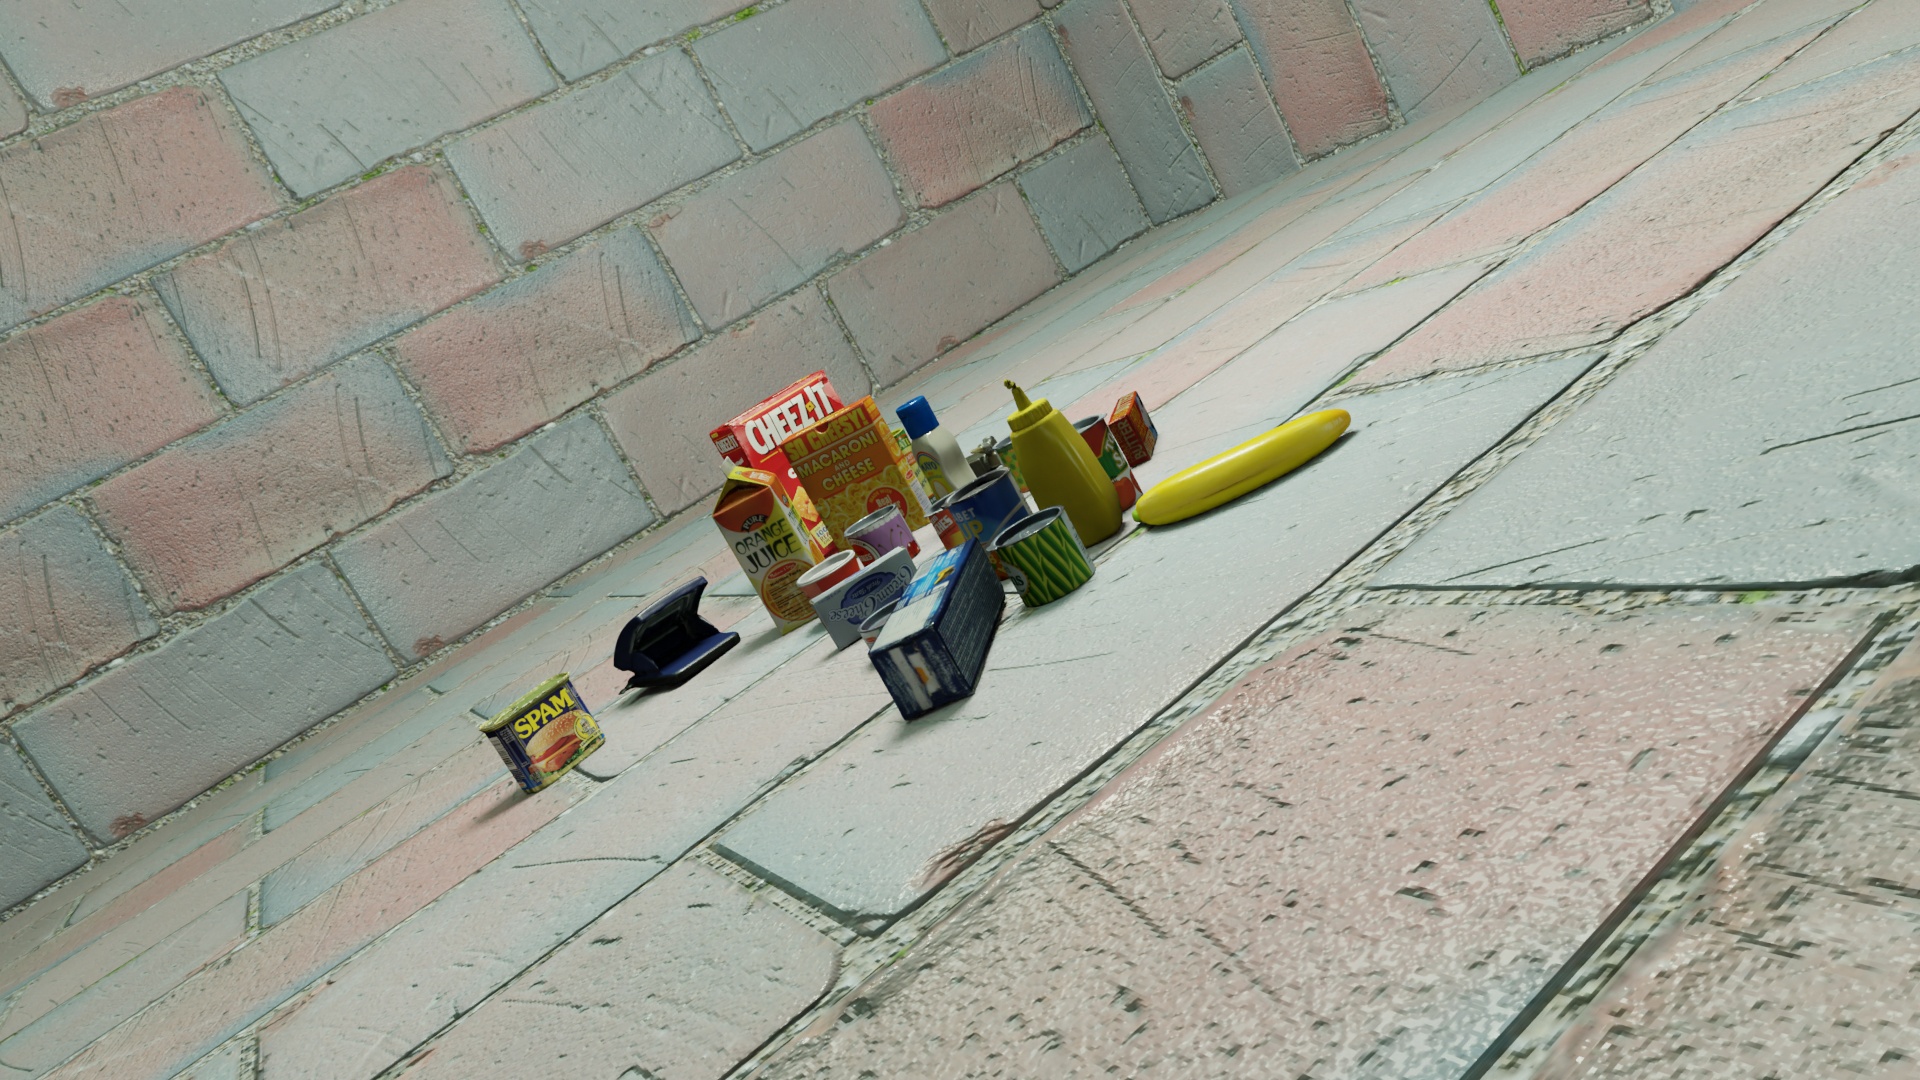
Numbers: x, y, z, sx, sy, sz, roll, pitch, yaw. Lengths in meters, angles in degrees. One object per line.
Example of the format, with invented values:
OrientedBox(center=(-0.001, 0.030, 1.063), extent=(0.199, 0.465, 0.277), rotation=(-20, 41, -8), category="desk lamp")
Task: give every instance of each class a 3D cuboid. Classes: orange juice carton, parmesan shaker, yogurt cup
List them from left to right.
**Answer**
OrientedBox(center=(-0.207, -0.003, 1.499), extent=(0.073, 0.192, 0.072), rotation=(-28, 11, 4), category="orange juice carton")
OrientedBox(center=(-0.127, 0.049, 1.433), extent=(0.072, 0.054, 0.072), rotation=(-28, 11, 6), category="yogurt cup")
OrientedBox(center=(-0.075, -0.083, 1.758), extent=(0.071, 0.103, 0.071), rotation=(-28, 11, 6), category="parmesan shaker")

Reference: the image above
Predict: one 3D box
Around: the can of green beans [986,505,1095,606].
OrientedBox(center=(0.067, 0.013, 1.118), extent=(0.071, 0.057, 0.071), rotation=(-28, 11, 6), category="can of green beans")

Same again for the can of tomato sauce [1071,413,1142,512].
OrientedBox(center=(0.120, -0.064, 1.261), extent=(0.071, 0.083, 0.071), rotation=(-28, 11, 6), category="can of tomato sauce")

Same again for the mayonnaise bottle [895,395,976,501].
OrientedBox(center=(-0.022, -0.088, 1.537), extent=(0.041, 0.148, 0.064), rotation=(-36, 13, -30), category="mayonnaise bottle")

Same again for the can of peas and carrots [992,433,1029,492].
OrientedBox(center=(0.080, -0.094, 1.548), extent=(0.071, 0.058, 0.071), rotation=(-28, 11, 6), category="can of peas and carrots")

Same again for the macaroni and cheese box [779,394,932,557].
OrientedBox(center=(-0.123, -0.073, 1.670), extent=(0.123, 0.166, 0.040), rotation=(-25, 12, 20), category="macaroni and cheese box")

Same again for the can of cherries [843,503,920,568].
OrientedBox(center=(-0.088, 0.002, 1.532), extent=(0.071, 0.058, 0.071), rotation=(-28, 11, 6), category="can of cherries")

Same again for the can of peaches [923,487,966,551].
OrientedBox(center=(0.005, -0.018, 1.396), extent=(0.071, 0.058, 0.071), rotation=(-28, 11, 6), category="can of peaches")

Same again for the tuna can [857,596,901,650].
OrientedBox(center=(-0.050, 0.073, 1.200), extent=(0.071, 0.032, 0.071), rotation=(-28, 11, 6), category="tuna can")

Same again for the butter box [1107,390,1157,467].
OrientedBox(center=(0.177, -0.114, 1.417), extent=(0.024, 0.053, 0.104), rotation=(-25, 12, 20), category="butter box")

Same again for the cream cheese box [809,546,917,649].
OrientedBox(center=(-0.085, 0.054, 1.313), extent=(0.104, 0.053, 0.024), rotation=(-32, 11, -14), category="cream cheese box")

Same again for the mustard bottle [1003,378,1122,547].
OrientedBox(center=(0.081, -0.071, 1.189), extent=(0.065, 0.160, 0.049), rotation=(-24, 12, 24), category="mustard bottle")

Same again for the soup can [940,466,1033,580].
OrientedBox(center=(0.032, -0.013, 1.247), extent=(0.071, 0.083, 0.071), rotation=(-28, 11, 6), category="soup can")
